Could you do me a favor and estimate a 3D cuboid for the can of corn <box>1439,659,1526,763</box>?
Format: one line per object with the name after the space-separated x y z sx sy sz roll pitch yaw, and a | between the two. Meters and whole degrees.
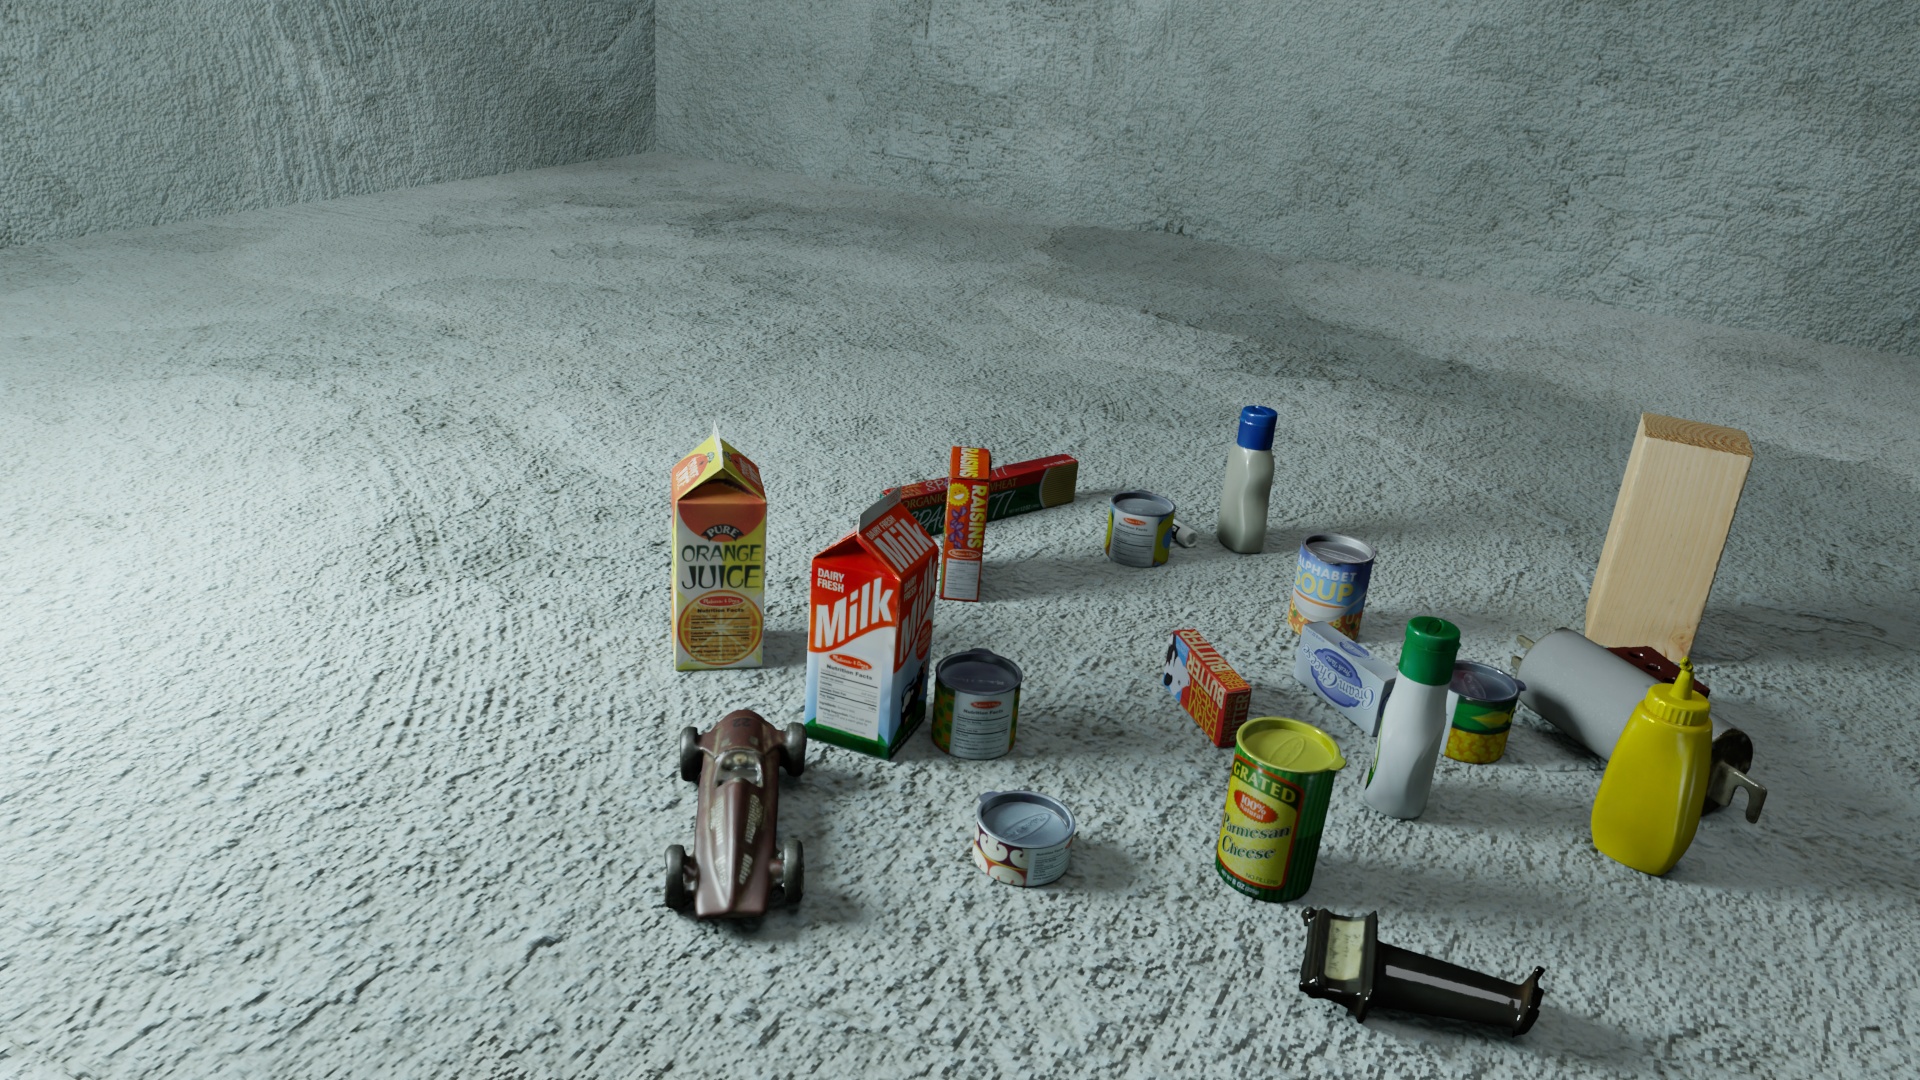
0.407 0.136 1.105 0.071 0.058 0.071 4 23 -2 | can of corn

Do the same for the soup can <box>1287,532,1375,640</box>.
0.338 0.044 1.272 0.071 0.083 0.071 4 23 -2 | soup can

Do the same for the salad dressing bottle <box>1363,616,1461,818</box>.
0.326 0.127 0.999 0.044 0.147 0.064 17 26 27 | salad dressing bottle

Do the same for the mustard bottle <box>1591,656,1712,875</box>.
0.485 0.151 0.959 0.065 0.159 0.049 25 30 39 | mustard bottle

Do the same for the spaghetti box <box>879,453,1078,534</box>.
0.023 -0.046 1.462 0.251 0.050 0.029 -14 29 -36 | spaghetti box

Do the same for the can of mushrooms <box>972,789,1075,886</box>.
0.040 0.197 0.925 0.071 0.033 0.071 4 23 -2 | can of mushrooms

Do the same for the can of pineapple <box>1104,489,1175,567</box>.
0.182 -0.012 1.404 0.071 0.057 0.071 4 23 -2 | can of pineapple

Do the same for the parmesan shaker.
0.210 0.178 0.914 0.071 0.102 0.071 4 23 -2 | parmesan shaker

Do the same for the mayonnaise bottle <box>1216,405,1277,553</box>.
0.298 -0.064 1.434 0.041 0.147 0.065 -1 24 -14 | mayonnaise bottle

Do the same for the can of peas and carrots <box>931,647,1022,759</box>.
0.012 0.124 1.056 0.071 0.058 0.071 4 23 -2 | can of peas and carrots

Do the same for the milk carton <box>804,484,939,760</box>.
-0.065 0.057 1.029 0.073 0.189 0.073 13 24 18 | milk carton

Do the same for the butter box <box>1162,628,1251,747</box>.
0.197 0.117 1.115 0.024 0.053 0.104 -3 24 -17 | butter box

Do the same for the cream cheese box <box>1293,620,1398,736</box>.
0.320 0.113 1.148 0.024 0.053 0.104 -7 26 -25 | cream cheese box

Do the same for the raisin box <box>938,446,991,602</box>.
0.005 -0.016 1.297 0.040 0.122 0.086 5 23 0 | raisin box

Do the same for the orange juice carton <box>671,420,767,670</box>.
-0.196 0.004 1.123 0.073 0.191 0.072 -1 24 -13 | orange juice carton
